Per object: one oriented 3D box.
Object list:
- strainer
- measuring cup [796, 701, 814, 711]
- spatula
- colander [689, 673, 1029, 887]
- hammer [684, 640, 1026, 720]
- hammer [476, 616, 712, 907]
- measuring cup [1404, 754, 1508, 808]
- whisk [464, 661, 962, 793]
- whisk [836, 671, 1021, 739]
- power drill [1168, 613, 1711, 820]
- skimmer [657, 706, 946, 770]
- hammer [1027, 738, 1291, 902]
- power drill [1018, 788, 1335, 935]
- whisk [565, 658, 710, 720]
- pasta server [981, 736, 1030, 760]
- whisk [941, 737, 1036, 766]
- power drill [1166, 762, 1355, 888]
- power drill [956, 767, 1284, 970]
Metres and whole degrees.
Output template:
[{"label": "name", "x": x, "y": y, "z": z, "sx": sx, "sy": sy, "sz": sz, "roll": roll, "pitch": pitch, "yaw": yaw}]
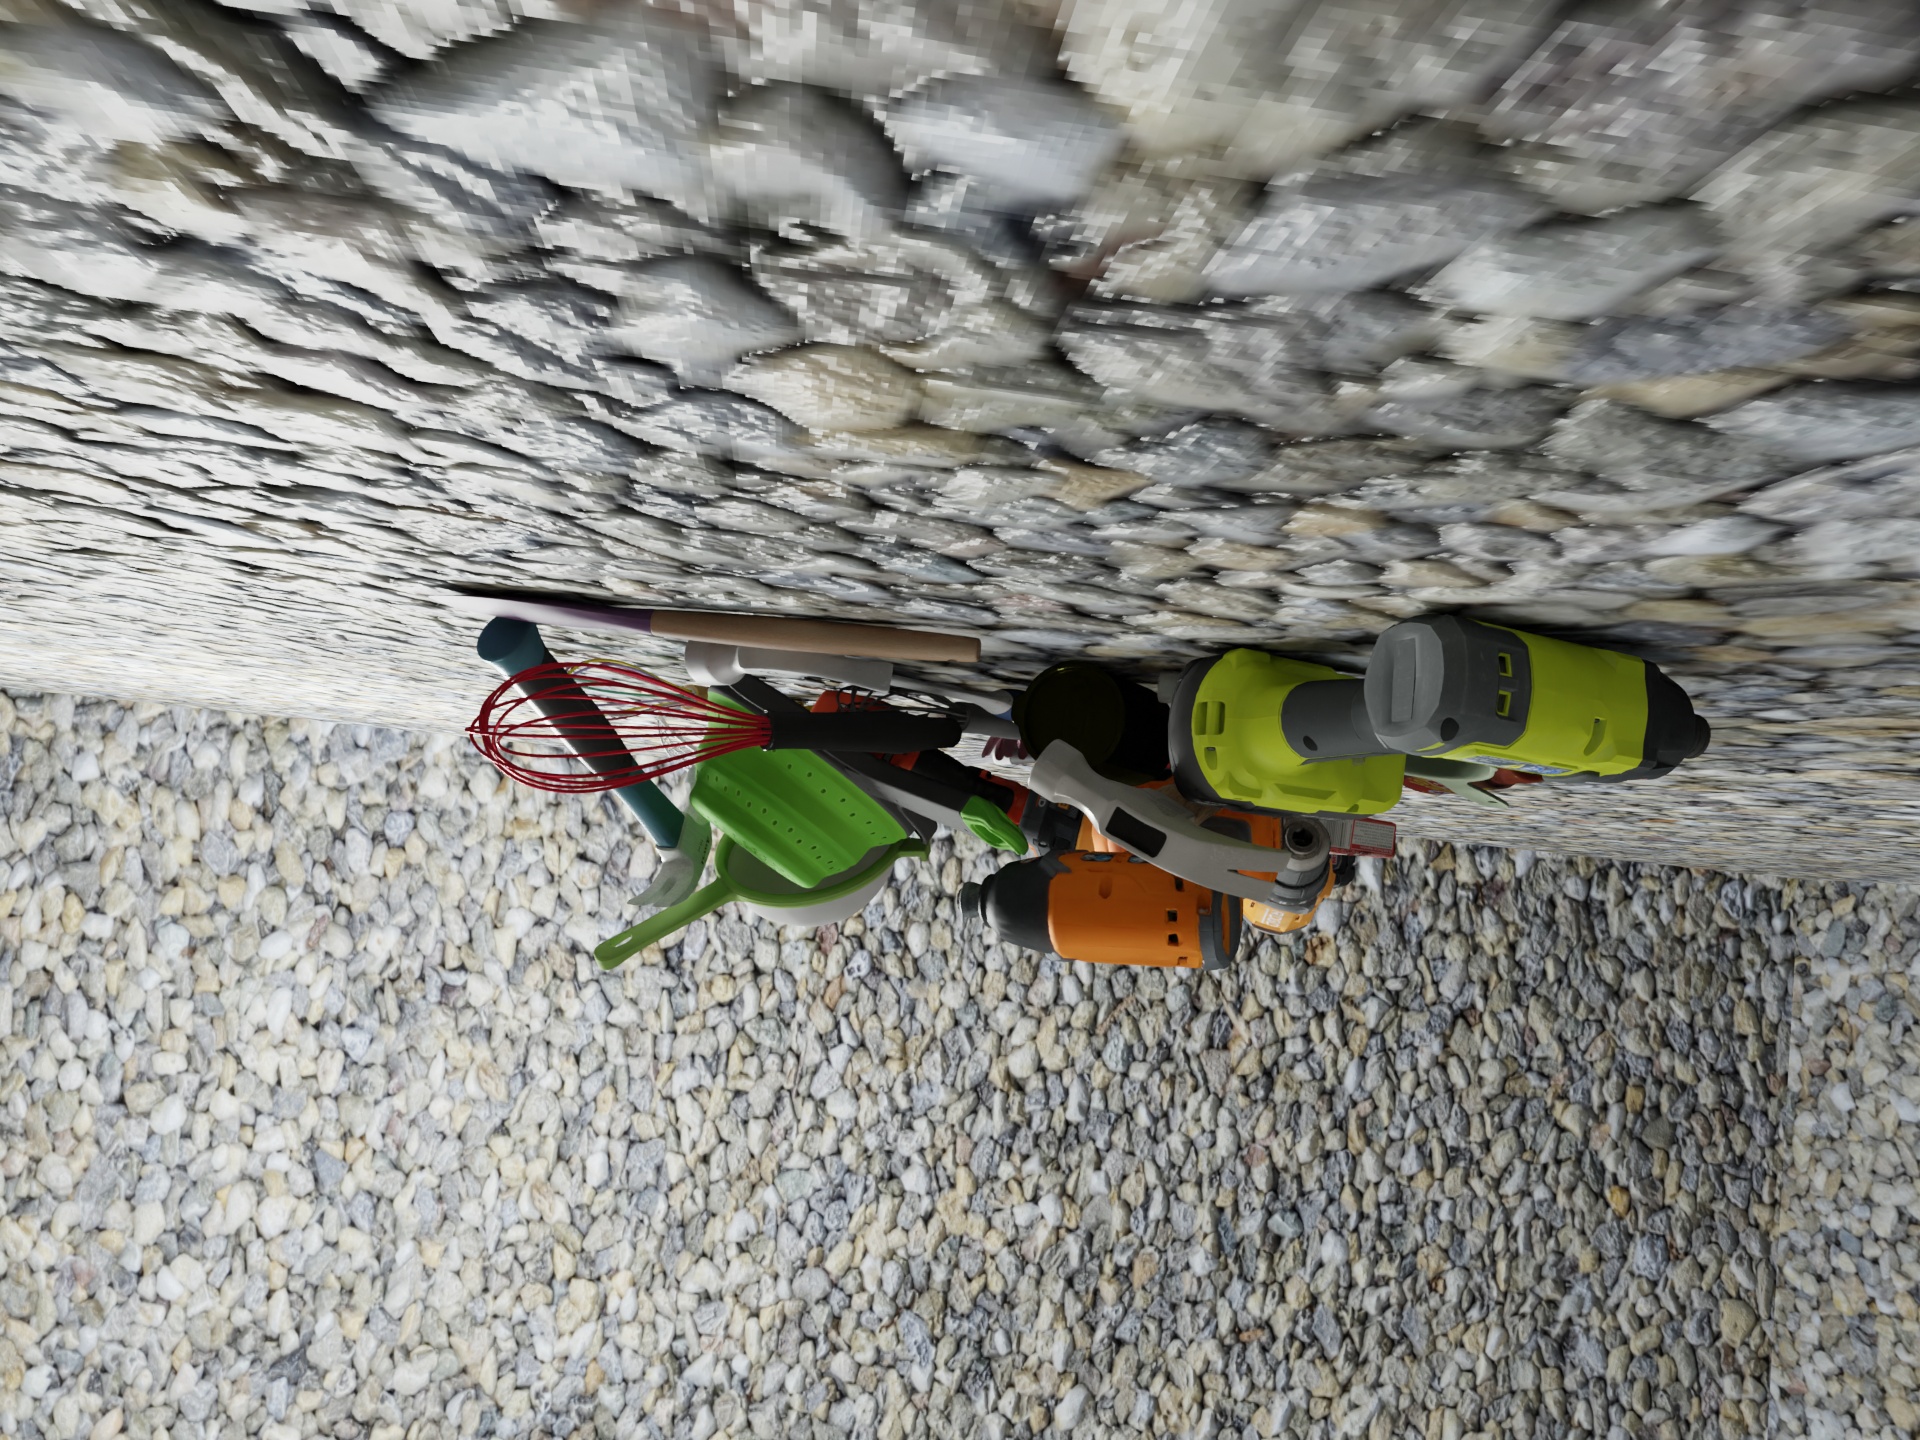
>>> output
[{"label": "strainer", "x": -0.152, "y": 0.138, "z": 1.205, "sx": 0.256, "sy": 0.069, "sz": 0.152, "roll": -28, "pitch": -145, "yaw": -23}, {"label": "measuring cup", "x": -0.125, "y": 0.003, "z": 1.355, "sx": 0.156, "sy": 0.029, "sz": 0.062, "roll": -6, "pitch": -164, "yaw": 45}, {"label": "spatula", "x": -0.144, "y": -0.052, "z": 0.868, "sx": 0.316, "sy": 0.018, "sz": 0.059, "roll": 6, "pitch": 175, "yaw": 12}, {"label": "colander", "x": -0.085, "y": 0.064, "z": 1.058, "sx": 0.204, "sy": 0.094, "sz": 0.397, "roll": 42, "pitch": 168, "yaw": -28}, {"label": "hammer", "x": 0.022, "y": -0.012, "z": 1.037, "sx": 0.144, "sy": 0.035, "sz": 0.405, "roll": 2, "pitch": 174, "yaw": 42}, {"label": "hammer", "x": -0.234, "y": 0.025, "z": 1.061, "sx": 0.033, "sy": 0.128, "sz": 0.330, "roll": 2, "pitch": 152, "yaw": 14}, {"label": "measuring cup", "x": 0.296, "y": 0.019, "z": 0.947, "sx": 0.083, "sy": 0.038, "sz": 0.167, "roll": 4, "pitch": 167, "yaw": 38}, {"label": "whisk", "x": -0.127, "y": 0.005, "z": 0.892, "sx": 0.295, "sy": 0.073, "sz": 0.073, "roll": 1, "pitch": 179, "yaw": -31}, {"label": "whisk", "x": -0.003, "y": -0.004, "z": 1.141, "sx": 0.055, "sy": 0.055, "sz": 0.238, "roll": 2, "pitch": 179, "yaw": 37}, {"label": "power drill", "x": 0.217, "y": 0.003, "z": 0.751, "sx": 0.171, "sy": 0.080, "sz": 0.223, "roll": 9, "pitch": 171, "yaw": -26}, {"label": "skimmer", "x": -0.145, "y": 0.001, "z": 1.467, "sx": 0.363, "sy": 0.090, "sz": 0.127, "roll": -12, "pitch": 158, "yaw": 42}, {"label": "hammer", "x": 0.163, "y": 0.035, "z": 0.941, "sx": 0.130, "sy": 0.031, "sz": 0.331, "roll": 33, "pitch": -158, "yaw": 20}, {"label": "power drill", "x": 0.159, "y": 0.088, "z": 1.155, "sx": 0.226, "sy": 0.084, "sz": 0.185, "roll": 16, "pitch": 163, "yaw": 10}, {"label": "whisk", "x": -0.234, "y": -0.017, "z": 1.269, "sx": 0.051, "sy": 0.047, "sz": 0.244, "roll": 2, "pitch": 177, "yaw": 31}, {"label": "pasta server", "x": 0.175, "y": 0.024, "z": 1.279, "sx": 0.316, "sy": 0.040, "sz": 0.060, "roll": 5, "pitch": 176, "yaw": -6}, {"label": "whisk", "x": 0.009, "y": 0.029, "z": 1.485, "sx": 0.284, "sy": 0.070, "sz": 0.070, "roll": -1, "pitch": 174, "yaw": 17}, {"label": "power drill", "x": 0.230, "y": 0.089, "z": 1.385, "sx": 0.219, "sy": 0.143, "sz": 0.078, "roll": 5, "pitch": 178, "yaw": -15}, {"label": "power drill", "x": 0.105, "y": 0.089, "z": 0.974, "sx": 0.164, "sy": 0.084, "sz": 0.226, "roll": 0, "pitch": -168, "yaw": 22}]
